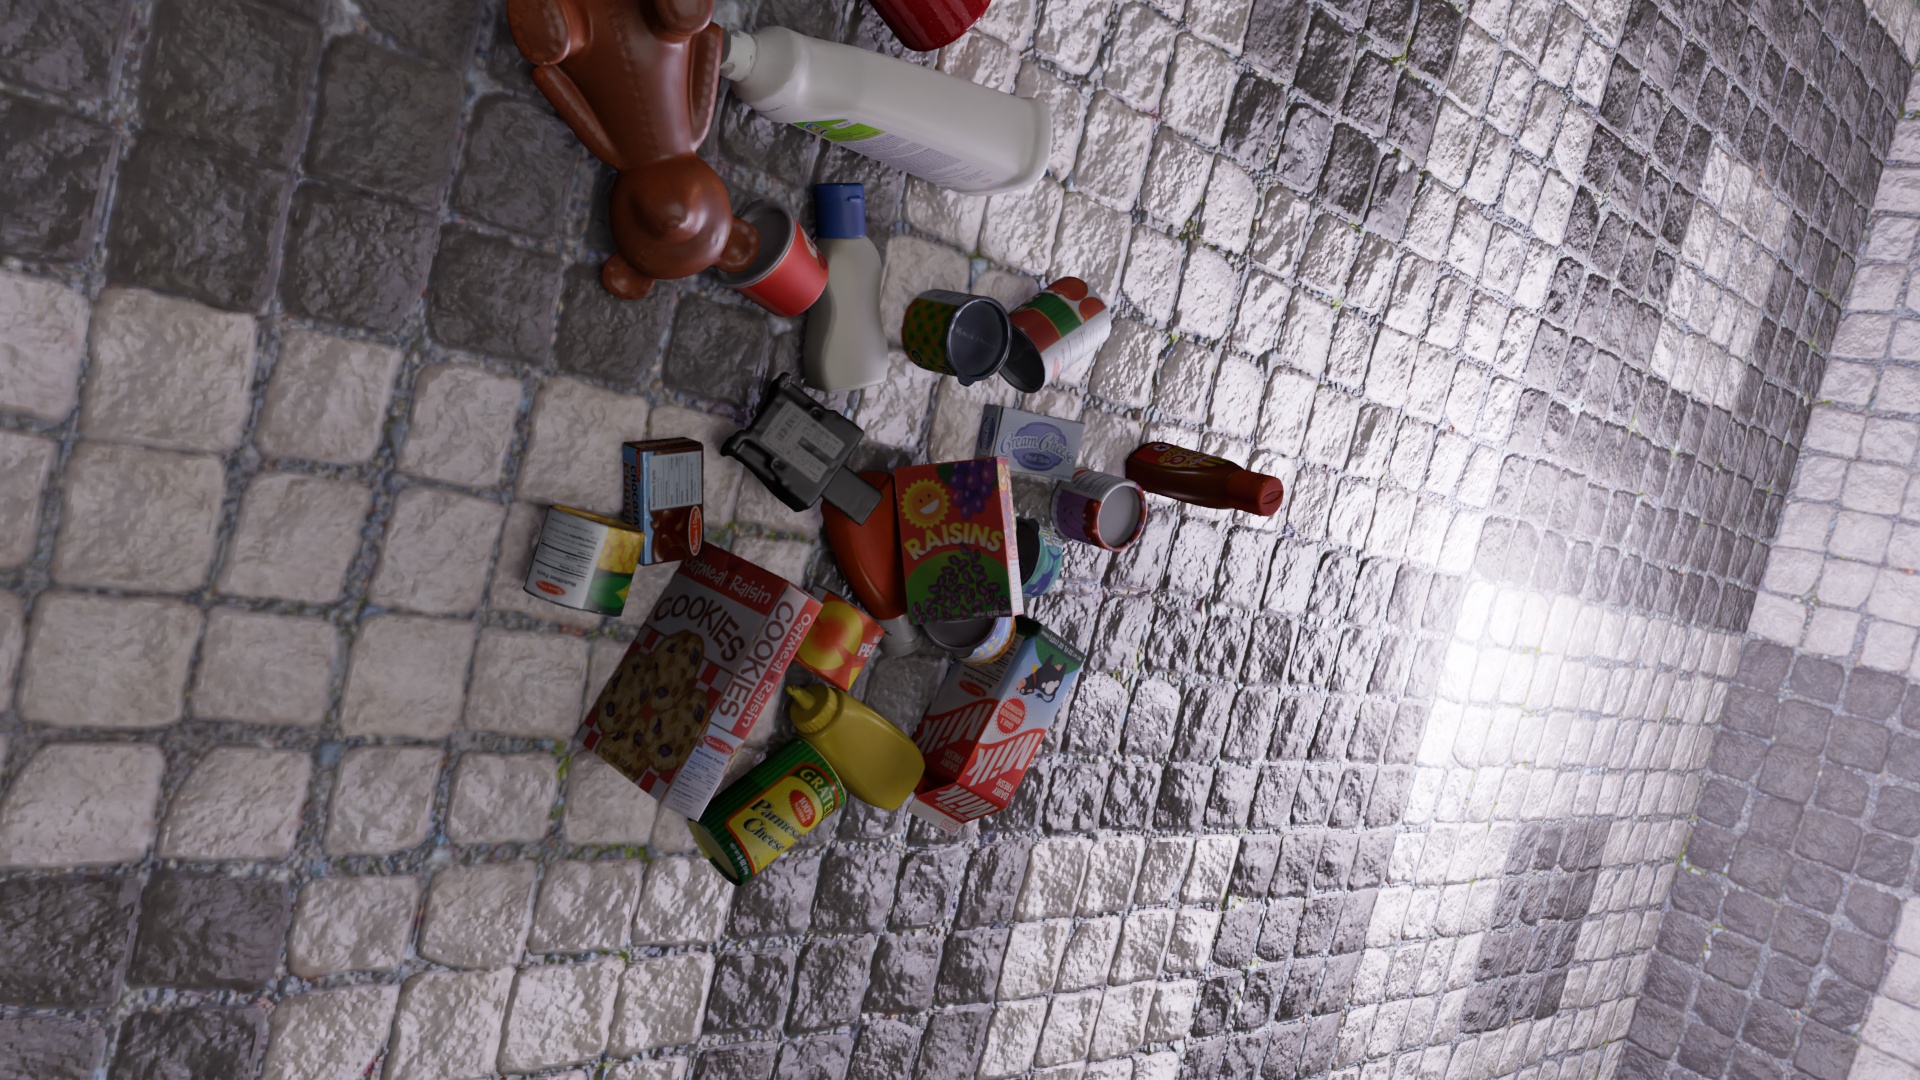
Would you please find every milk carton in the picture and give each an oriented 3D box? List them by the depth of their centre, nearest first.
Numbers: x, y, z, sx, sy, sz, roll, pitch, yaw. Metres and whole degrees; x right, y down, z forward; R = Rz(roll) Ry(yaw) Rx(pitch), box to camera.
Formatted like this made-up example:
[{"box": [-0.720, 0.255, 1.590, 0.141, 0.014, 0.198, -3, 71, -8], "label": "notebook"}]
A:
[{"box": [0.021, 0.158, 1.192, 0.072, 0.073, 0.191, 38, 78, -42], "label": "milk carton"}]

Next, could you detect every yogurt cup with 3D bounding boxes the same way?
[{"box": [-0.128, -0.192, 0.965, 0.054, 0.072, 0.072, 40, 76, -49], "label": "yogurt cup"}]

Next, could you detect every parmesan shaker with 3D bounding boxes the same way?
[{"box": [-0.147, 0.209, 1.064, 0.103, 0.071, 0.071, -36, 124, -28], "label": "parmesan shaker"}]

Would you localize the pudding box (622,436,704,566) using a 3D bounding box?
[{"box": [-0.207, -0.028, 0.967, 0.050, 0.030, 0.083, -11, 110, -40], "label": "pudding box"}]

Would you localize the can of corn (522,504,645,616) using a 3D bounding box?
[{"box": [-0.247, 0.013, 0.921, 0.071, 0.071, 0.058, 16, 92, -43], "label": "can of corn"}]

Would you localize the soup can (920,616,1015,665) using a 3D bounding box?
[{"box": [0.007, 0.067, 1.134, 0.071, 0.071, 0.083, -63, 163, -7], "label": "soup can"}]

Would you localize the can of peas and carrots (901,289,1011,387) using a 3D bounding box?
[{"box": [-0.004, -0.159, 1.085, 0.071, 0.059, 0.070, -14, 112, -37], "label": "can of peas and carrots"}]

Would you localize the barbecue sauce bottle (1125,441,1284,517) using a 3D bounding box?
[{"box": [0.221, -0.054, 1.252, 0.065, 0.148, 0.043, -21, 117, -35], "label": "barbecue sauce bottle"}]

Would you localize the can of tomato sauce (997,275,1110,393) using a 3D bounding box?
[{"box": [0.071, -0.172, 1.144, 0.083, 0.071, 0.071, -38, 125, -27], "label": "can of tomato sauce"}]

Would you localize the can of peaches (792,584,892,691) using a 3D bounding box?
[{"box": [-0.097, 0.077, 1.066, 0.071, 0.071, 0.058, 42, 75, -40], "label": "can of peaches"}]

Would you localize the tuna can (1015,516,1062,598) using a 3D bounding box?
[{"box": [0.054, 0.013, 1.180, 0.033, 0.071, 0.071, 18, 91, -44], "label": "tuna can"}]

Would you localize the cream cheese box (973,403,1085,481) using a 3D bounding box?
[{"box": [0.060, -0.083, 1.187, 0.104, 0.024, 0.053, 7, 98, -42], "label": "cream cheese box"}]

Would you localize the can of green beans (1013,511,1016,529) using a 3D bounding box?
[{"box": [0.003, -0.012, 1.135, 0.071, 0.058, 0.071, -14, 111, -38], "label": "can of green beans"}]

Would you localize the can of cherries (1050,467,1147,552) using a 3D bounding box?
[{"box": [0.124, -0.025, 1.237, 0.072, 0.058, 0.071, -13, 111, -38], "label": "can of cherries"}]

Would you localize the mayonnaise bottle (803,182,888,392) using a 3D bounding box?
[{"box": [-0.086, -0.186, 1.019, 0.065, 0.041, 0.147, -15, 111, -39], "label": "mayonnaise bottle"}]

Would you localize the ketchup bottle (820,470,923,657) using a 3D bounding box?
[{"box": [-0.064, 0.022, 1.097, 0.065, 0.043, 0.148, -40, 126, -39], "label": "ketchup bottle"}]

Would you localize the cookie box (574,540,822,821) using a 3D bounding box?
[{"box": [-0.182, 0.091, 0.960, 0.040, 0.123, 0.167, 39, 77, -42], "label": "cookie box"}]

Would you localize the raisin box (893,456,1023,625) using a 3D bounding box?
[{"box": [-0.001, 0.000, 1.071, 0.040, 0.086, 0.123, -1, 85, -74], "label": "raisin box"}]

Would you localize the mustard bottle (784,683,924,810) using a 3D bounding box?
[{"box": [-0.092, 0.155, 1.109, 0.065, 0.049, 0.159, -53, 130, -16], "label": "mustard bottle"}]
